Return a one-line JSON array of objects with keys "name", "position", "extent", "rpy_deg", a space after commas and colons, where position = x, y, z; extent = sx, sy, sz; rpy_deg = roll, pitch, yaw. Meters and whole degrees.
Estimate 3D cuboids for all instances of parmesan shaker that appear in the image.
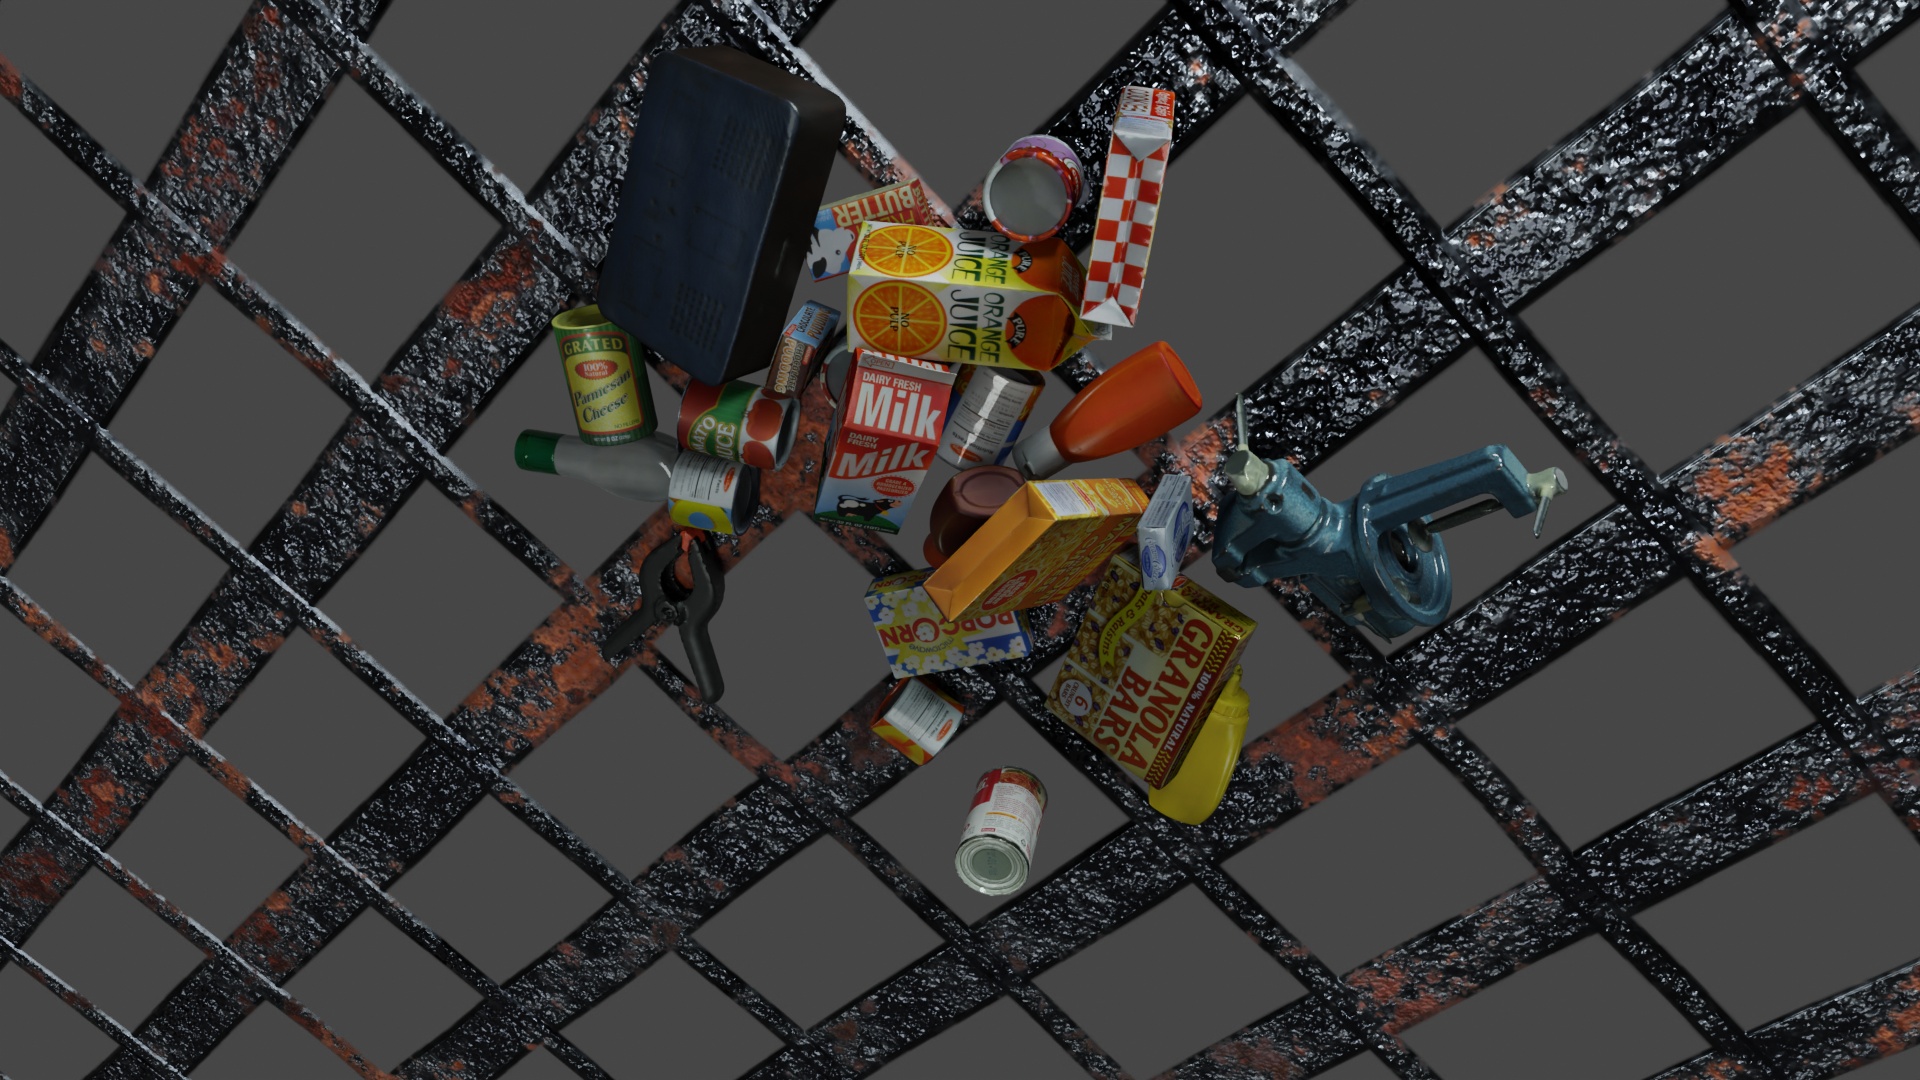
[{"name": "parmesan shaker", "position": [-0.286, -0.136, 1.136], "extent": [0.071, 0.072, 0.102], "rpy_deg": [0, 116, 13]}]

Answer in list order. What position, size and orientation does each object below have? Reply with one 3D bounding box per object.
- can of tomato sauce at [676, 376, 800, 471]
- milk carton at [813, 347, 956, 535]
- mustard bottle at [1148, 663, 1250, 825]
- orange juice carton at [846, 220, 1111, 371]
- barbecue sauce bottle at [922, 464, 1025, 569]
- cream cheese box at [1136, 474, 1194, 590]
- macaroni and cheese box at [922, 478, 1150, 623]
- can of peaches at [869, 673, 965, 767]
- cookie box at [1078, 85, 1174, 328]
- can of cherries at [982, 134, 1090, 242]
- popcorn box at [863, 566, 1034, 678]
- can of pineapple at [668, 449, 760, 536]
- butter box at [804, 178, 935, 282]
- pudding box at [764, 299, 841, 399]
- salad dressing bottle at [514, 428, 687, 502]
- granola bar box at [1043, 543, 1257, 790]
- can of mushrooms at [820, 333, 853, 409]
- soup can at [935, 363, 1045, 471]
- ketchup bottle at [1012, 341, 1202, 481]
[{"name": "can of tomato sauce", "position": [-0.180, -0.095, 1.128], "extent": [0.083, 0.071, 0.070], "rpy_deg": [14, 119, 5]}, {"name": "milk carton", "position": [-0.059, -0.082, 1.049], "extent": [0.072, 0.074, 0.189], "rpy_deg": [11, 152, -11]}, {"name": "mustard bottle", "position": [0.211, 0.168, 1.182], "extent": [0.065, 0.049, 0.159], "rpy_deg": [23, 119, 8]}, {"name": "orange juice carton", "position": [0.016, -0.179, 1.024], "extent": [0.193, 0.072, 0.072], "rpy_deg": [6, 135, 2]}, {"name": "barbecue sauce bottle", "position": [0.004, -0.014, 1.099], "extent": [0.065, 0.044, 0.148], "rpy_deg": [-6, 163, -17]}, {"name": "cream cheese box", "position": [0.159, -0.008, 1.075], "extent": [0.024, 0.104, 0.053], "rpy_deg": [1, 115, 20]}, {"name": "macaroni and cheese box", "position": [0.064, 0.004, 1.070], "extent": [0.123, 0.167, 0.040], "rpy_deg": [-45, 70, 27]}, {"name": "can of peaches", "position": [-0.039, 0.157, 1.226], "extent": [0.058, 0.071, 0.071], "rpy_deg": [38, 118, -8]}, {"name": "cookie box", "position": [0.113, -0.230, 0.937], "extent": [0.040, 0.168, 0.122], "rpy_deg": [10, 118, 5]}, {"name": "can of cherries", "position": [0.055, -0.253, 1.001], "extent": [0.071, 0.059, 0.071], "rpy_deg": [6, 117, 11]}, {"name": "popcorn box", "position": [-0.009, 0.065, 1.187], "extent": [0.126, 0.038, 0.085], "rpy_deg": [-12, 113, 18]}, {"name": "can of pineapple", "position": [-0.206, -0.040, 1.166], "extent": [0.058, 0.071, 0.070], "rpy_deg": [10, 118, 9]}, {"name": "butter box", "position": [-0.073, -0.236, 1.059], "extent": [0.103, 0.024, 0.053], "rpy_deg": [-12, 112, 18]}, {"name": "pudding box", "position": [-0.122, -0.150, 1.080], "extent": [0.030, 0.084, 0.049], "rpy_deg": [22, 119, -2]}, {"name": "salad dressing bottle", "position": [-0.306, -0.069, 1.187], "extent": [0.148, 0.044, 0.064], "rpy_deg": [8, 125, 10]}, {"name": "granola bar box", "position": [0.153, 0.105, 1.143], "extent": [0.124, 0.039, 0.164], "rpy_deg": [35, 122, 23]}, {"name": "can of mushrooms", "position": [-0.076, -0.130, 1.108], "extent": [0.071, 0.033, 0.070], "rpy_deg": [5, 117, 10]}, {"name": "soup can", "position": [0.020, -0.102, 1.081], "extent": [0.071, 0.071, 0.083], "rpy_deg": [27, 115, -1]}, {"name": "ketchup bottle", "position": [0.109, -0.093, 1.078], "extent": [0.148, 0.044, 0.064], "rpy_deg": [-29, 106, 24]}]
